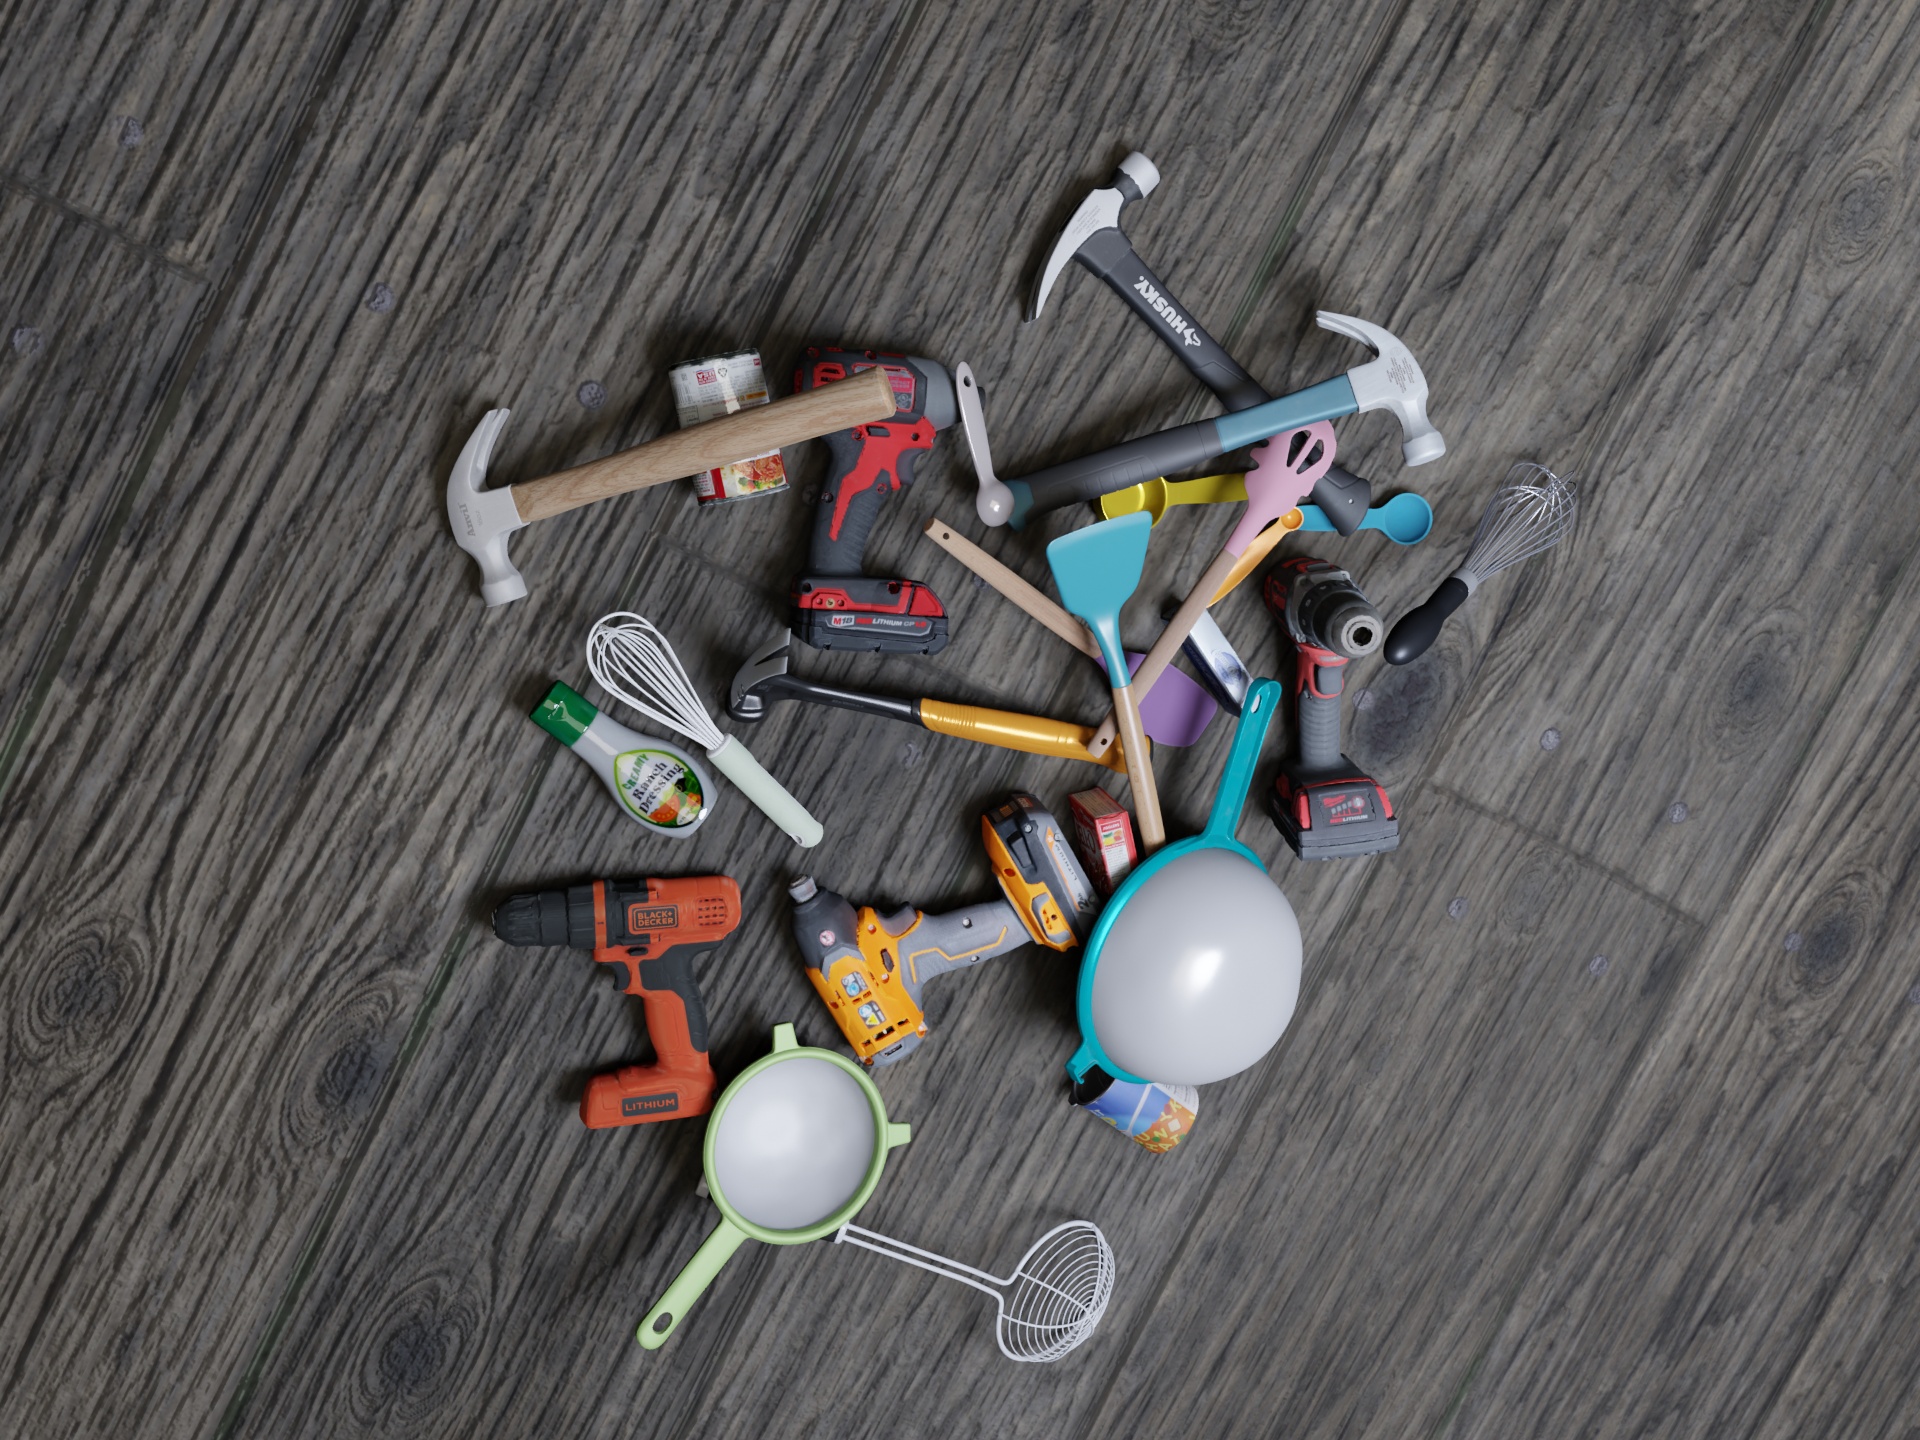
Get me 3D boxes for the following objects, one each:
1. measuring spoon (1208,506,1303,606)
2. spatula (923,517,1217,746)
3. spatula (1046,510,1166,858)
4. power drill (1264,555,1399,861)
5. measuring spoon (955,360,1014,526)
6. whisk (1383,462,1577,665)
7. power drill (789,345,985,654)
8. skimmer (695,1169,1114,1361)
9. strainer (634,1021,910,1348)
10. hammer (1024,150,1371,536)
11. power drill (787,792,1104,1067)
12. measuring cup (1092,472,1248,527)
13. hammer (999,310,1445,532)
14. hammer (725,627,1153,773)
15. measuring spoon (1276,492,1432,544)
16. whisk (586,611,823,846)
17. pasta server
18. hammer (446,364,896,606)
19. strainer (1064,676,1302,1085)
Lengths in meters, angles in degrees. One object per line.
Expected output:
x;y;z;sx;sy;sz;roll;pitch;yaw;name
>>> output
0.229;-0.130;1.282;0.117;0.011;0.021;-42;99;5;measuring spoon
0.088;-0.065;1.223;0.315;0.018;0.060;34;91;-32;spatula
0.128;0.000;1.188;0.082;0.044;0.317;-19;110;-13;spatula
0.288;-0.008;1.231;0.080;0.188;0.226;-7;105;-1;power drill
0.019;-0.203;1.167;0.034;0.018;0.124;-31;115;-40;measuring spoon
0.406;-0.124;1.246;0.284;0.070;0.070;-40;108;-33;whisk
-0.057;-0.162;1.181;0.143;0.078;0.219;2;97;-14;power drill
-0.042;0.431;1.315;0.363;0.090;0.127;21;92;-6;skimmer
-0.169;0.366;1.234;0.151;0.069;0.256;44;74;-19;strainer
0.197;-0.266;1.232;0.334;0.035;0.146;43;88;-14;hammer
-0.017;0.150;1.244;0.226;0.084;0.164;-30;105;-2;power drill
0.176;-0.181;1.259;0.156;0.029;0.062;-8;101;-21;measuring cup
0.180;-0.208;1.189;0.331;0.033;0.128;-17;85;10;hammer
-0.002;-0.004;1.210;0.336;0.127;0.034;11;69;-20;hammer
0.320;-0.165;1.299;0.128;0.021;0.042;0;95;-4;measuring spoon
-0.185;0.013;1.186;0.246;0.058;0.059;48;64;-27;whisk
0.189;-0.105;1.219;0.060;0.040;0.316;34;93;-8;pasta server
-0.205;-0.185;1.108;0.331;0.031;0.130;-15;101;11;hammer
0.213;0.140;1.217;0.210;0.095;0.340;6;103;-39;strainer
